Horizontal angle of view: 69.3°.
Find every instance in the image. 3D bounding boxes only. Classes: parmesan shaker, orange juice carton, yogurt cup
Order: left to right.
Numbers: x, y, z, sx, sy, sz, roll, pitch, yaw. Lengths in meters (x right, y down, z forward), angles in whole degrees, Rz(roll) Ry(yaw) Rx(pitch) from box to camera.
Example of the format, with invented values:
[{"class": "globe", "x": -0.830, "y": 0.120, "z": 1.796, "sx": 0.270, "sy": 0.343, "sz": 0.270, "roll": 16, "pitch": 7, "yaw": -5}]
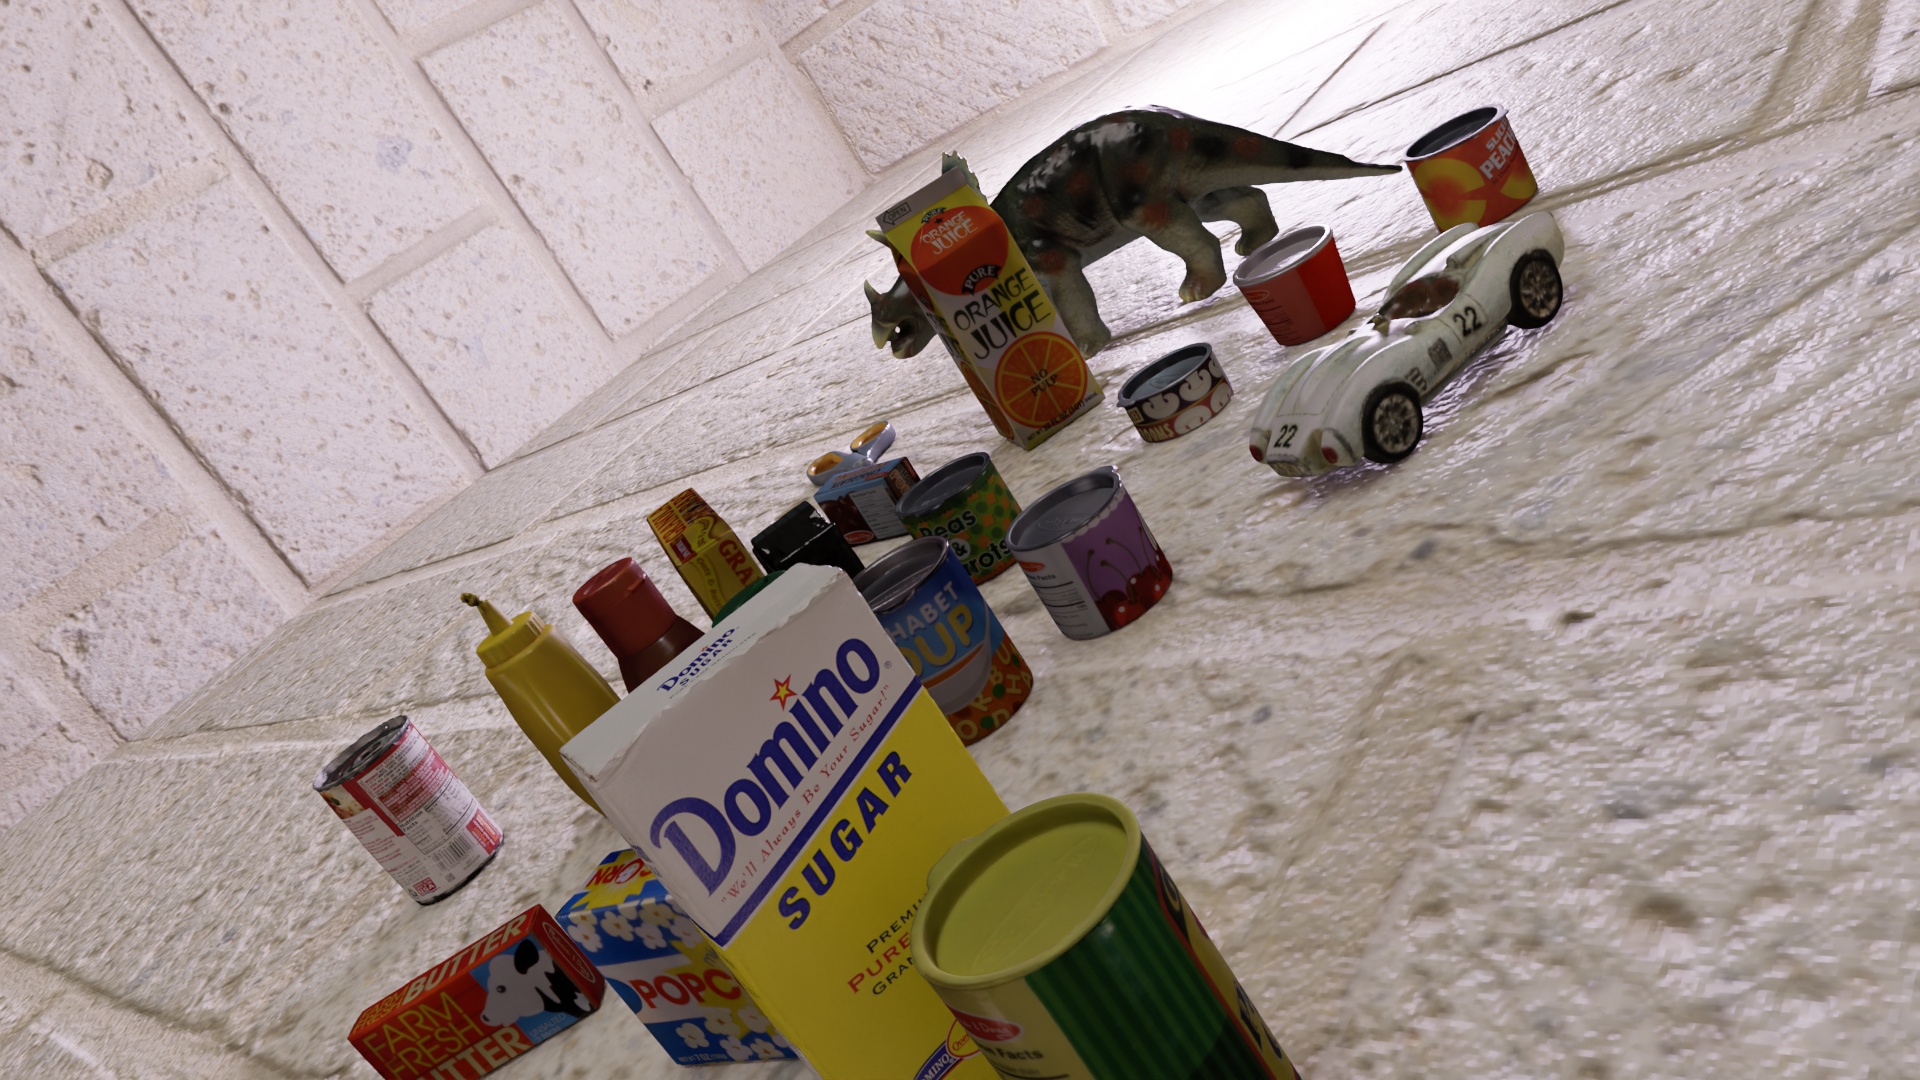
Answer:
[{"class": "orange juice carton", "x": 0.019, "y": -0.166, "z": 0.991, "sx": 0.072, "sy": 0.192, "sz": 0.073, "roll": -34, "pitch": 18, "yaw": -5}, {"class": "parmesan shaker", "x": 0.040, "y": 0.126, "z": 0.365, "sx": 0.071, "sy": 0.103, "sz": 0.071, "roll": -29, "pitch": 19, "yaw": 11}, {"class": "yogurt cup", "x": 0.214, "y": -0.160, "z": 0.878, "sx": 0.072, "sy": 0.054, "sz": 0.072, "roll": -29, "pitch": 19, "yaw": 11}]

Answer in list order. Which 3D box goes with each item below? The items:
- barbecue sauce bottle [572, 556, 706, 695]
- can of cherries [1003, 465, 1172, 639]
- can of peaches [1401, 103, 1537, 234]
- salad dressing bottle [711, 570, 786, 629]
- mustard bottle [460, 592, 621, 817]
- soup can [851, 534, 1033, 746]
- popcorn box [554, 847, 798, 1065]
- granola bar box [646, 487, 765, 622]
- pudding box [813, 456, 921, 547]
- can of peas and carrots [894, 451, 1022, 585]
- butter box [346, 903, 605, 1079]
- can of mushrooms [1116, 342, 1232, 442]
[{"class": "barbecue sauce bottle", "x": -0.137, "y": 0.077, "z": 0.702, "sx": 0.043, "sy": 0.148, "sz": 0.065, "roll": -19, "pitch": 23, "yaw": 36}, {"class": "can of cherries", "x": 0.066, "y": 0.006, "z": 0.694, "sx": 0.071, "sy": 0.058, "sz": 0.072, "roll": -29, "pitch": 19, "yaw": 11}, {"class": "can of peaches", "x": 0.325, "y": -0.235, "z": 0.881, "sx": 0.071, "sy": 0.058, "sz": 0.071, "roll": -29, "pitch": 19, "yaw": 11}, {"class": "salad dressing bottle", "x": -0.040, "y": 0.079, "z": 0.542, "sx": 0.044, "sy": 0.147, "sz": 0.064, "roll": -22, "pitch": 21, "yaw": 31}, {"class": "mustard bottle", "x": -0.234, "y": 0.090, "z": 0.806, "sx": 0.065, "sy": 0.160, "sz": 0.049, "roll": -10, "pitch": 29, "yaw": 49}, {"class": "soup can", "x": -0.013, "y": 0.051, "z": 0.668, "sx": 0.071, "sy": 0.083, "sz": 0.071, "roll": -29, "pitch": 19, "yaw": 11}, {"class": "popcorn box", "x": -0.080, "y": 0.152, "z": 0.521, "sx": 0.126, "sy": 0.085, "sz": 0.038, "roll": -19, "pitch": 23, "yaw": 35}, {"class": "granola bar box", "x": -0.129, "y": 0.039, "z": 0.823, "sx": 0.039, "sy": 0.124, "sz": 0.166, "roll": -36, "pitch": 19, "yaw": -9}, {"class": "pudding box", "x": -0.061, "y": -0.027, "z": 0.996, "sx": 0.083, "sy": 0.049, "sz": 0.030, "roll": -12, "pitch": 27, "yaw": 46}, {"class": "can of peas and carrots", "x": 0.003, "y": -0.010, "z": 0.836, "sx": 0.071, "sy": 0.058, "sz": 0.071, "roll": -29, "pitch": 19, "yaw": 11}, {"class": "butter box", "x": -0.222, "y": 0.216, "z": 0.639, "sx": 0.103, "sy": 0.053, "sz": 0.024, "roll": -31, "pitch": 18, "yaw": 5}, {"class": "can of mushrooms", "x": 0.133, "y": -0.091, "z": 0.870, "sx": 0.071, "sy": 0.033, "sz": 0.071, "roll": -29, "pitch": 19, "yaw": 11}]
